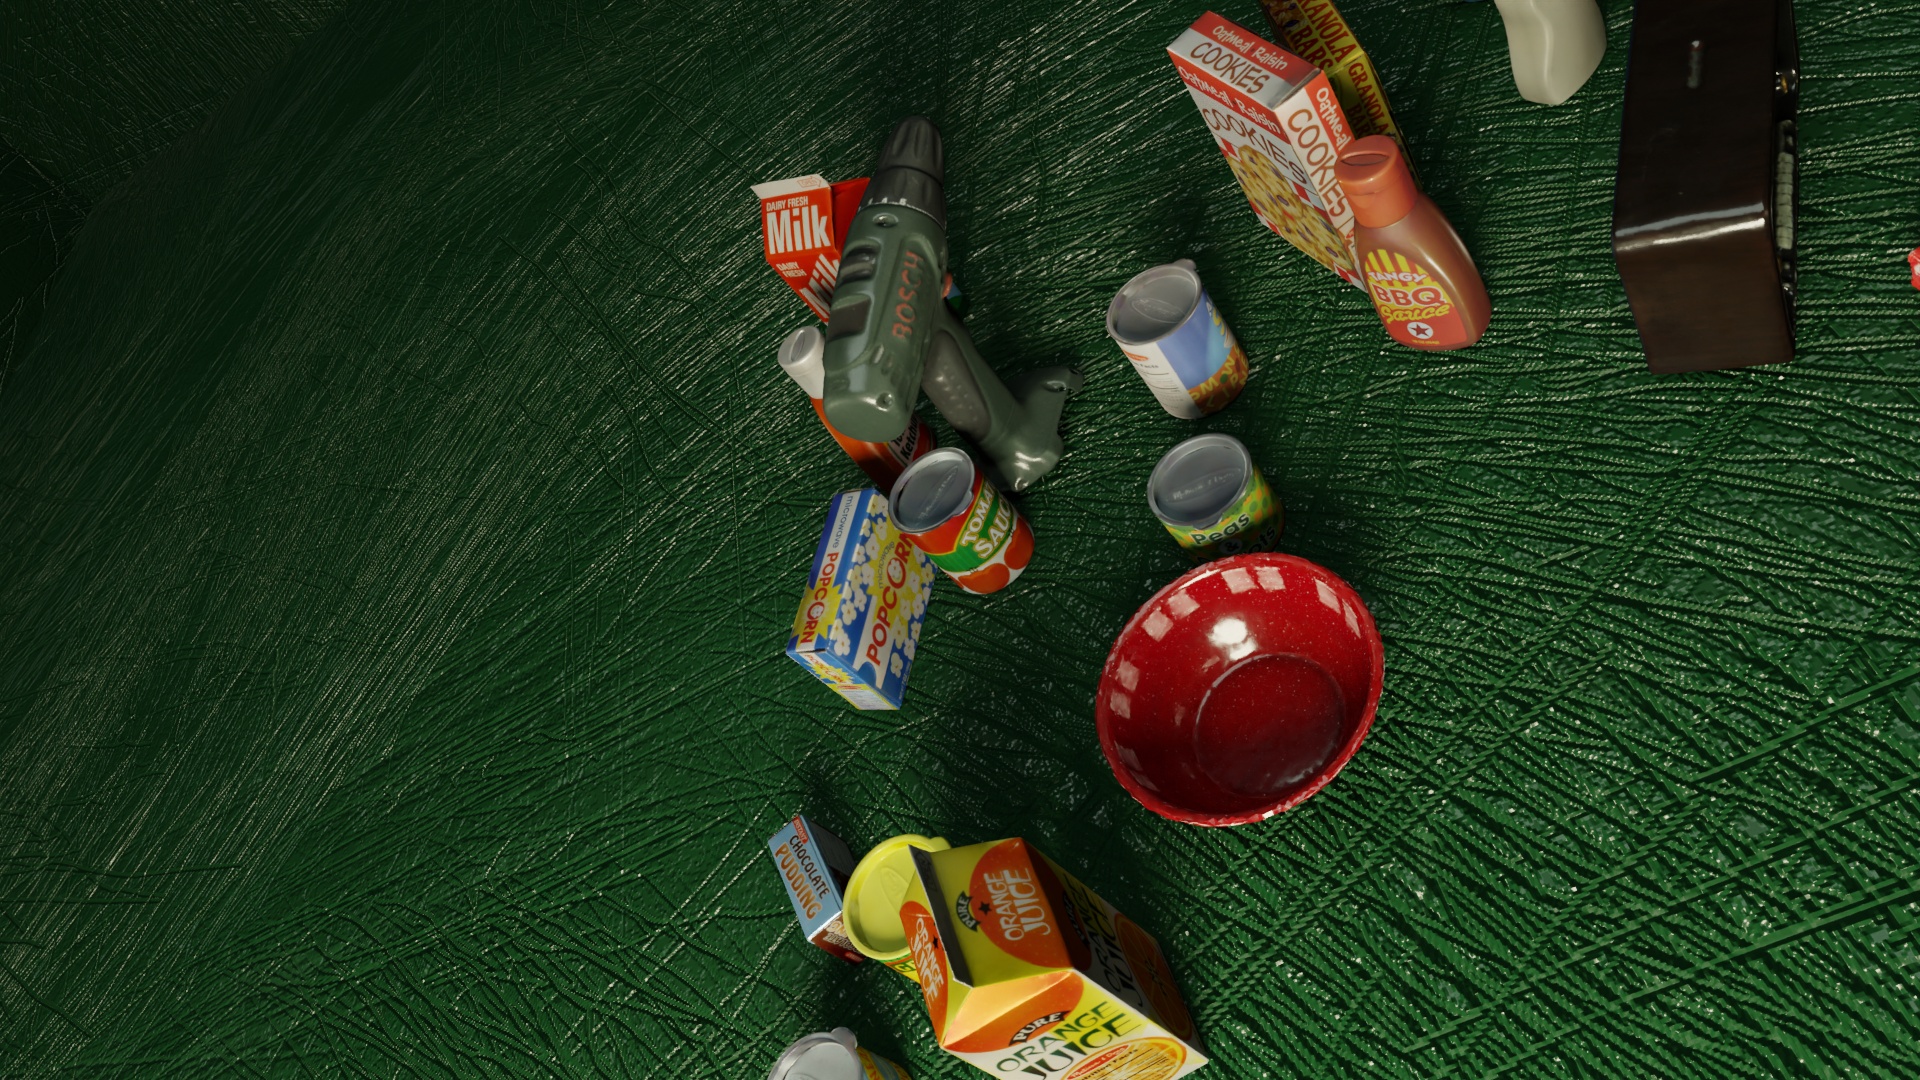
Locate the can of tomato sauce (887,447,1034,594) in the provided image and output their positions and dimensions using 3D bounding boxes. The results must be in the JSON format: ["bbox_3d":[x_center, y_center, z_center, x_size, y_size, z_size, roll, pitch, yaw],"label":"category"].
[{"bbox_3d":[0.003,-0.012,0.925,0.071,0.083,0.071,-20,48,24],"label":"can of tomato sauce"}]

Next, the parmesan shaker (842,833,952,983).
[{"bbox_3d":[-0.005,0.207,0.749,0.071,0.103,0.071,-20,48,24],"label":"parmesan shaker"}]

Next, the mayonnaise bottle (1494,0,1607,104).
[{"bbox_3d":[0.361,-0.346,0.866,0.065,0.147,0.041,-51,43,-6],"label":"mayonnaise bottle"}]

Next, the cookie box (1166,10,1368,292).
[{"bbox_3d":[0.211,-0.249,0.891,0.040,0.167,0.123,-41,43,4],"label":"cookie box"}]

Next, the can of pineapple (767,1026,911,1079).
[{"bbox_3d":[-0.063,0.305,0.749,0.071,0.057,0.071,-20,48,24],"label":"can of pineapple"}]

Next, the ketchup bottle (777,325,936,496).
[{"bbox_3d":[-0.074,-0.095,0.999,0.043,0.148,0.065,-12,52,30],"label":"ketchup bottle"}]

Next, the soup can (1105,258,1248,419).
[{"bbox_3d":[0.145,-0.131,0.910,0.071,0.083,0.072,-20,48,24],"label":"soup can"}]

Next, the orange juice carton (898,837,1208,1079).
[{"bbox_3d":[0.037,0.205,0.653,0.073,0.192,0.072,-35,44,11],"label":"orange juice carton"}]

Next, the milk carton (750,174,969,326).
[{"bbox_3d":[-0.078,-0.210,1.061,0.072,0.190,0.074,0,59,38],"label":"milk carton"}]

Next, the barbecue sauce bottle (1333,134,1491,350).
[{"bbox_3d":[0.259,-0.171,0.808,0.065,0.148,0.044,12,66,42],"label":"barbecue sauce bottle"}]

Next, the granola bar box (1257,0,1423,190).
[{"bbox_3d":[0.252,-0.317,0.944,0.039,0.124,0.166,-28,45,18],"label":"granola bar box"}]

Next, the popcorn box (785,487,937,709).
[{"bbox_3d":[-0.063,0.039,0.934,0.038,0.085,0.127,-7,54,33],"label":"popcorn box"}]

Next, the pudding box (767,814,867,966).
[{"bbox_3d":[-0.081,0.211,0.842,0.030,0.049,0.084,-40,43,5],"label":"pudding box"}]

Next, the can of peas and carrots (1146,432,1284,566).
[{"bbox_3d":[0.155,-0.020,0.836,0.071,0.058,0.071,-20,48,24],"label":"can of peas and carrots"}]
